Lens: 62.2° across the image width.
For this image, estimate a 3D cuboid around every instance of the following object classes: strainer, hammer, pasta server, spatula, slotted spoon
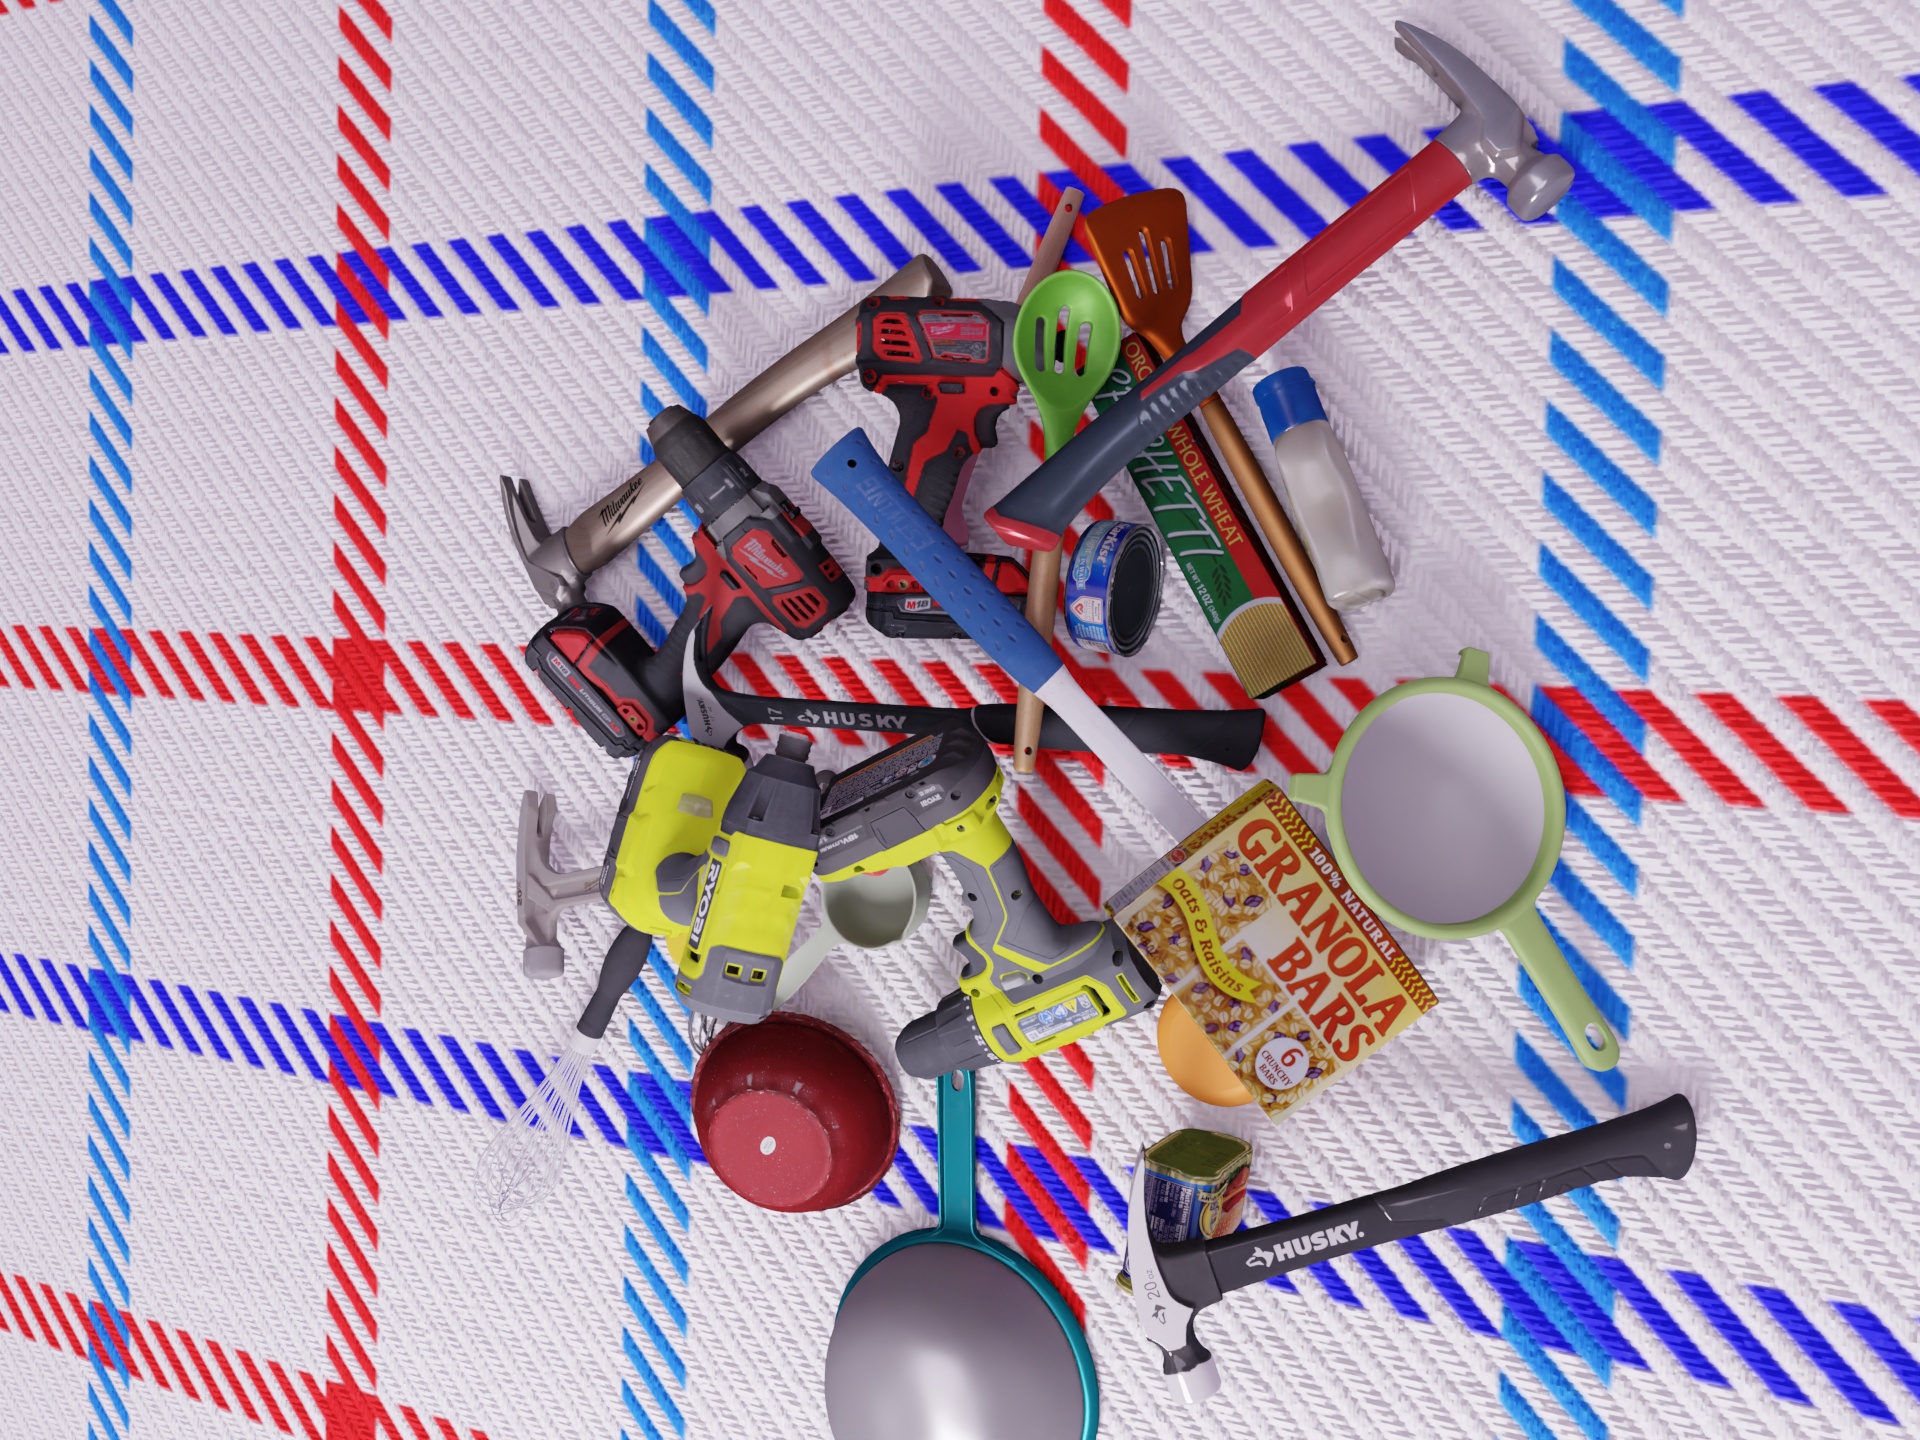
[{"bbox_3d":[0.300,0.096,0.937,0.151,0.069,0.256,-35,95,-15],"label":"strainer"},{"bbox_3d":[-0.002,-0.003,1.063,0.409,0.036,0.149,3,128,19],"label":"hammer"},{"bbox_3d":[-0.193,0.097,1.169,0.359,0.036,0.149,-13,72,31],"label":"hammer"},{"bbox_3d":[-0.181,-0.220,1.182,0.410,0.038,0.146,-31,77,24],"label":"hammer"},{"bbox_3d":[0.057,-0.013,0.975,0.144,0.035,0.405,-43,91,2],"label":"hammer"},{"bbox_3d":[0.017,-0.208,1.081,0.060,0.040,0.316,22,101,-8],"label":"pasta server"},{"bbox_3d":[0.172,-0.181,0.997,0.323,0.081,0.041,63,155,7],"label":"spatula"},{"bbox_3d":[0.163,-0.246,0.952,0.386,0.038,0.143,-39,74,7],"label":"hammer"},{"bbox_3d":[-0.018,0.403,1.089,0.211,0.095,0.340,1,94,27],"label":"strainer"},{"bbox_3d":[0.054,-0.123,1.002,0.070,0.031,0.314,6,91,-13],"label":"slotted spoon"},{"bbox_3d":[0.256,0.277,0.917,0.335,0.035,0.146,-19,89,6],"label":"hammer"}]

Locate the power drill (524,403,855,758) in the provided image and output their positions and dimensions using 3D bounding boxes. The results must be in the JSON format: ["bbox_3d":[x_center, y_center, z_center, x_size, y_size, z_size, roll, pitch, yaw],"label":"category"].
[{"bbox_3d":[-0.210,-0.099,1.150,0.226,0.080,0.188,-36,101,22],"label":"power drill"}]

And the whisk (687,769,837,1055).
[{"bbox_3d":[-0.140,0.145,1.171,0.055,0.055,0.239,27,99,23],"label":"whisk"}]

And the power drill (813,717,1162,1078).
[{"bbox_3d":[-0.003,0.130,1.034,0.190,0.080,0.228,-26,110,21],"label":"power drill"}]

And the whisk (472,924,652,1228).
[{"bbox_3d":[-0.310,0.280,1.259,0.070,0.070,0.284,33,102,22],"label":"whisk"}]

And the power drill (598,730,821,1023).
[{"bbox_3d":[-0.156,0.082,1.019,0.223,0.080,0.171,12,86,63],"label":"power drill"}]

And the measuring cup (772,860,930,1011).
[{"bbox_3d":[-0.087,0.154,1.144,0.167,0.038,0.083,-47,72,20],"label":"measuring cup"}]

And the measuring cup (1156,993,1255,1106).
[{"bbox_3d":[0.161,0.159,1.011,0.095,0.052,0.173,-11,89,27],"label":"measuring cup"}]

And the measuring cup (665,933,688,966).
[{"bbox_3d":[-0.204,0.116,1.208,0.062,0.029,0.156,-7,91,27],"label":"measuring cup"}]

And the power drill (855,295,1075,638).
[{"bbox_3d":[0.003,-0.165,1.040,0.143,0.078,0.219,0,97,-5],"label":"power drill"}]
